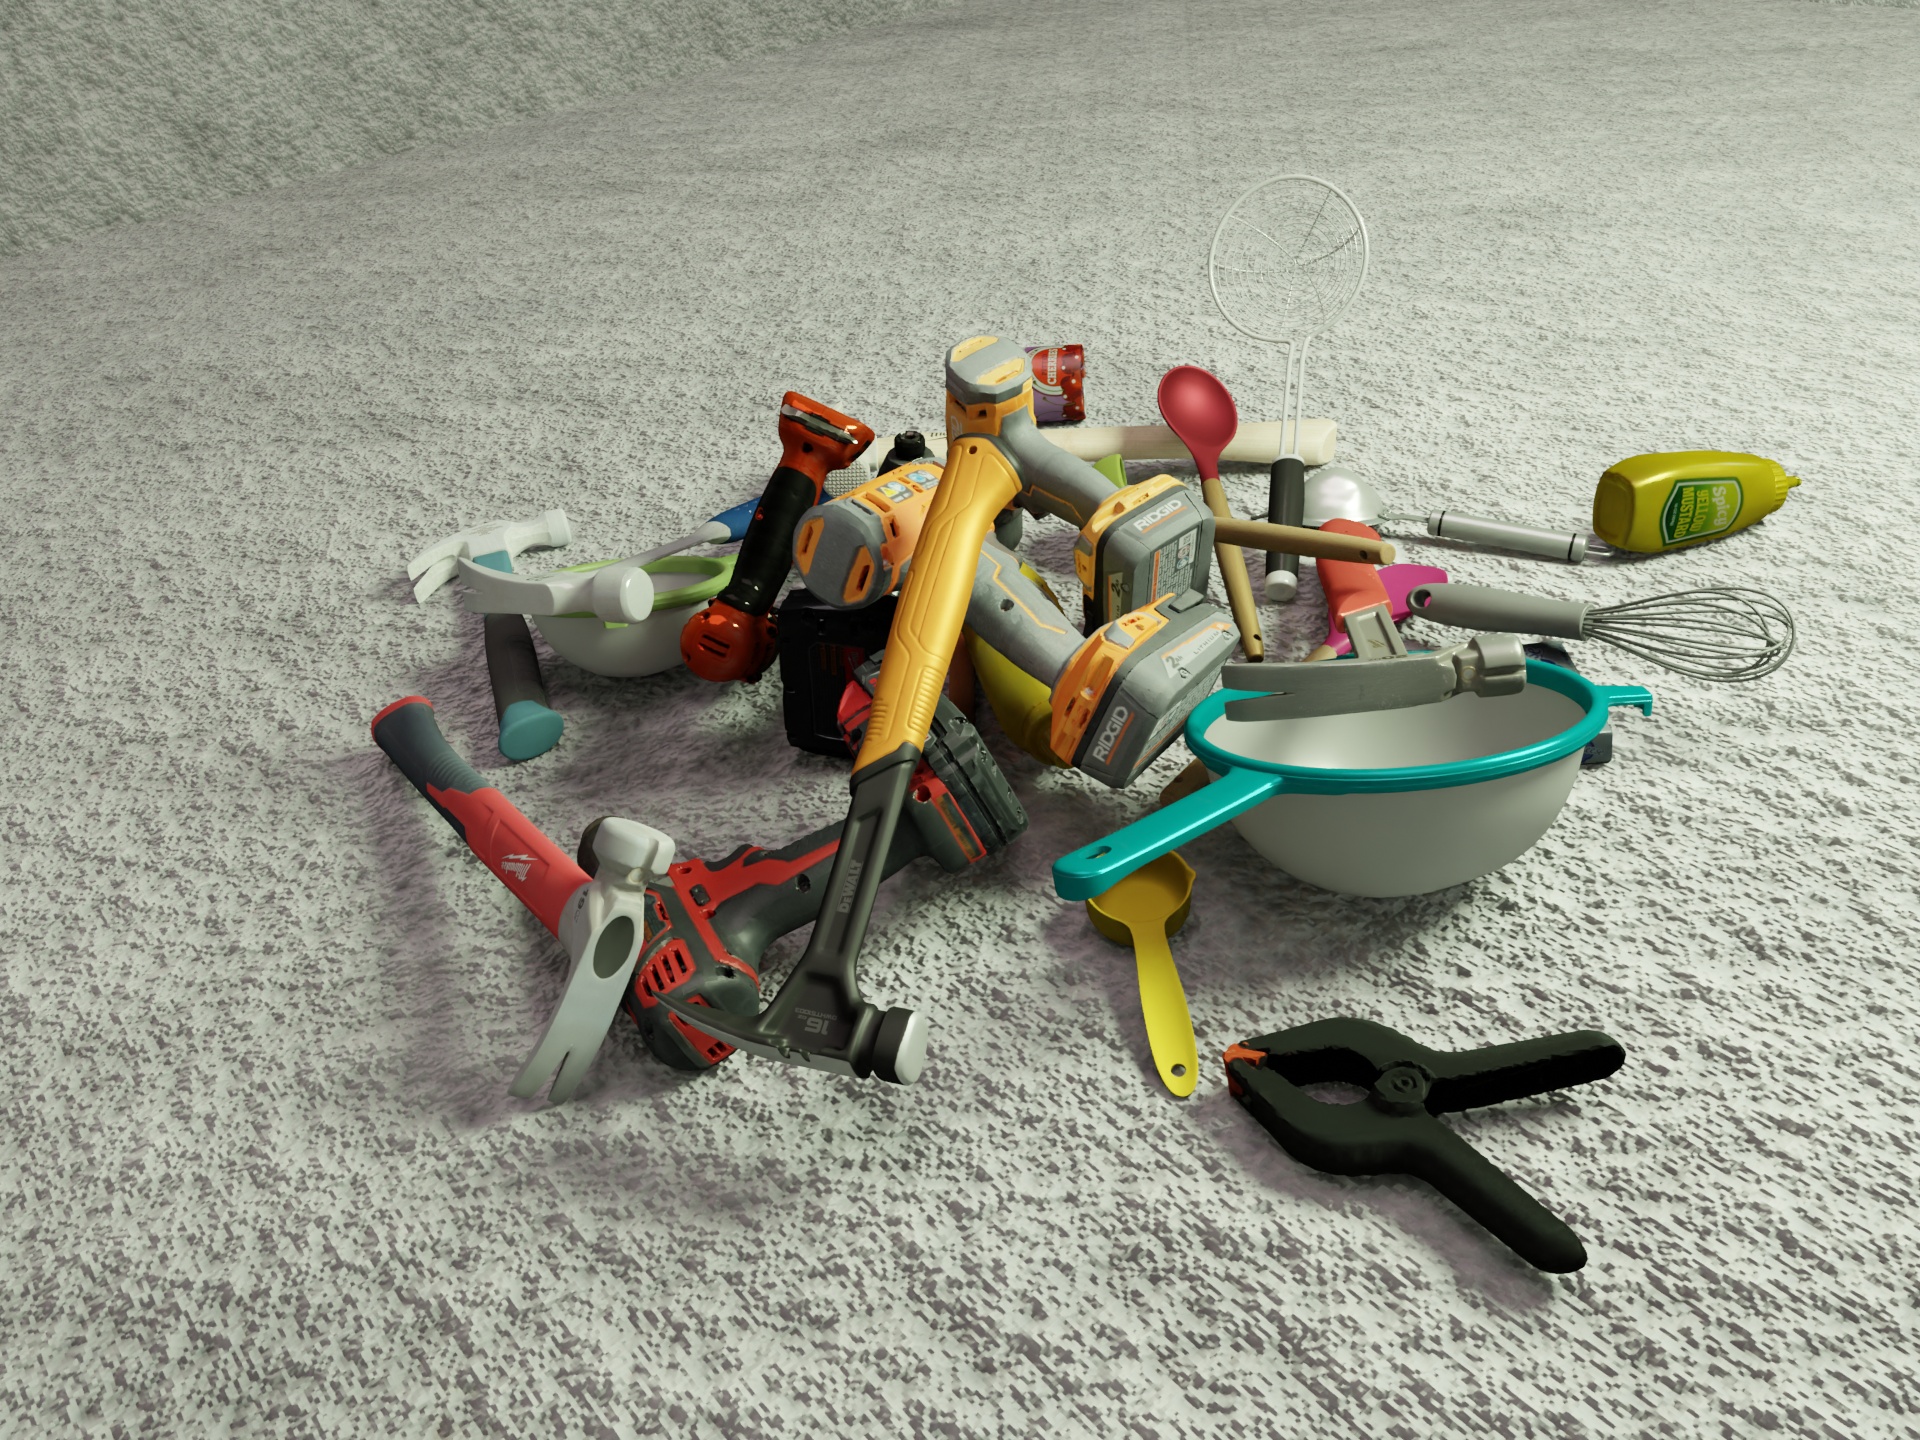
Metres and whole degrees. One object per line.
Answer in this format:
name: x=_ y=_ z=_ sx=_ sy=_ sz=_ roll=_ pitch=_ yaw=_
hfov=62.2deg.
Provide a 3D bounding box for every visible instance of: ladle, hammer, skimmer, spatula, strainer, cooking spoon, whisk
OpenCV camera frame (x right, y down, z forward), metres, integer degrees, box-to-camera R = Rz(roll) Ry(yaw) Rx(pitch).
ladle: x=0.177 y=-0.131 z=1.060 sx=0.062 sy=0.078 sz=0.320 roll=-20 pitch=21 yaw=-26
hammer: x=-0.038 y=0.002 z=0.773 sx=0.127 sy=0.034 sz=0.337 roll=8 pitch=65 yaw=19
ladle: x=0.186 y=-0.153 z=1.145 sx=0.069 sy=0.031 sz=0.316 roll=12 pitch=44 yaw=-15
hammer: x=-0.332 y=-0.069 z=1.166 sx=0.128 sy=0.033 sz=0.331 roll=-15 pitch=34 yaw=-13
skimmer: x=0.236 y=-0.253 z=1.176 sx=0.127 sy=0.090 sz=0.364 roll=-7 pitch=52 yaw=26
hammer: x=0.231 y=-0.071 z=0.962 sx=0.149 sy=0.036 sz=0.359 roll=-5 pitch=17 yaw=10
spatula: x=-0.002 y=-0.003 z=0.993 sx=0.081 sy=0.041 sz=0.323 roll=-17 pitch=32 yaw=11
hammer: x=0.094 y=-0.224 z=1.276 sx=0.410 sy=0.038 sz=0.146 roll=-2 pitch=29 yaw=-3
strainer: x=-0.195 y=-0.080 z=1.142 sx=0.151 sy=0.069 sz=0.256 roll=11 pitch=21 yaw=40
cooking spoon: x=0.220 y=-0.029 z=1.010 sx=0.069 sy=0.017 sz=0.319 roll=14 pitch=39 yaw=40
hammer: x=-0.185 y=-0.132 z=1.128 sx=0.144 sy=0.035 sz=0.405 roll=3 pitch=18 yaw=22
whisk: x=0.375 y=-0.062 z=0.953 sx=0.239 sy=0.055 sz=0.055 roll=13 pitch=37 yaw=44
strainer: x=0.178 y=0.054 z=0.796 sx=0.340 sy=0.095 sz=0.211 roll=-22 pitch=21 yaw=-35
hammer: x=-0.277 y=0.072 z=0.912 sx=0.038 sy=0.143 sz=0.387 roll=20 pitch=3 yaw=-37
strainer: x=0.336 y=-0.146 z=1.146 sx=0.258 sy=0.050 sz=0.087 roll=15 pitch=26 yaw=25

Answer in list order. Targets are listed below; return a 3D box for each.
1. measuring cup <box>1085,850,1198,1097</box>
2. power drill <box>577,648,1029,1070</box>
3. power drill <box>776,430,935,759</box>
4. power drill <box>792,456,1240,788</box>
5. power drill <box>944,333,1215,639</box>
measuring cup: x=0.098 y=0.128 z=0.803 sx=0.062 sy=0.029 sz=0.157 roll=-7 pitch=45 yaw=0
power drill: x=-0.099 y=0.062 z=0.849 sx=0.226 sy=0.080 sz=0.188 roll=-36 pitch=39 yaw=-6
power drill: x=-0.050 y=-0.086 z=1.038 sx=0.078 sy=0.143 sz=0.220 roll=7 pitch=38 yaw=9
power drill: x=0.038 y=-0.072 z=0.899 sx=0.226 sy=0.084 sz=0.164 roll=34 pitch=37 yaw=15
power drill: x=0.069 y=-0.137 z=1.097 sx=0.084 sy=0.185 sz=0.226 roll=-31 pitch=58 yaw=-20
